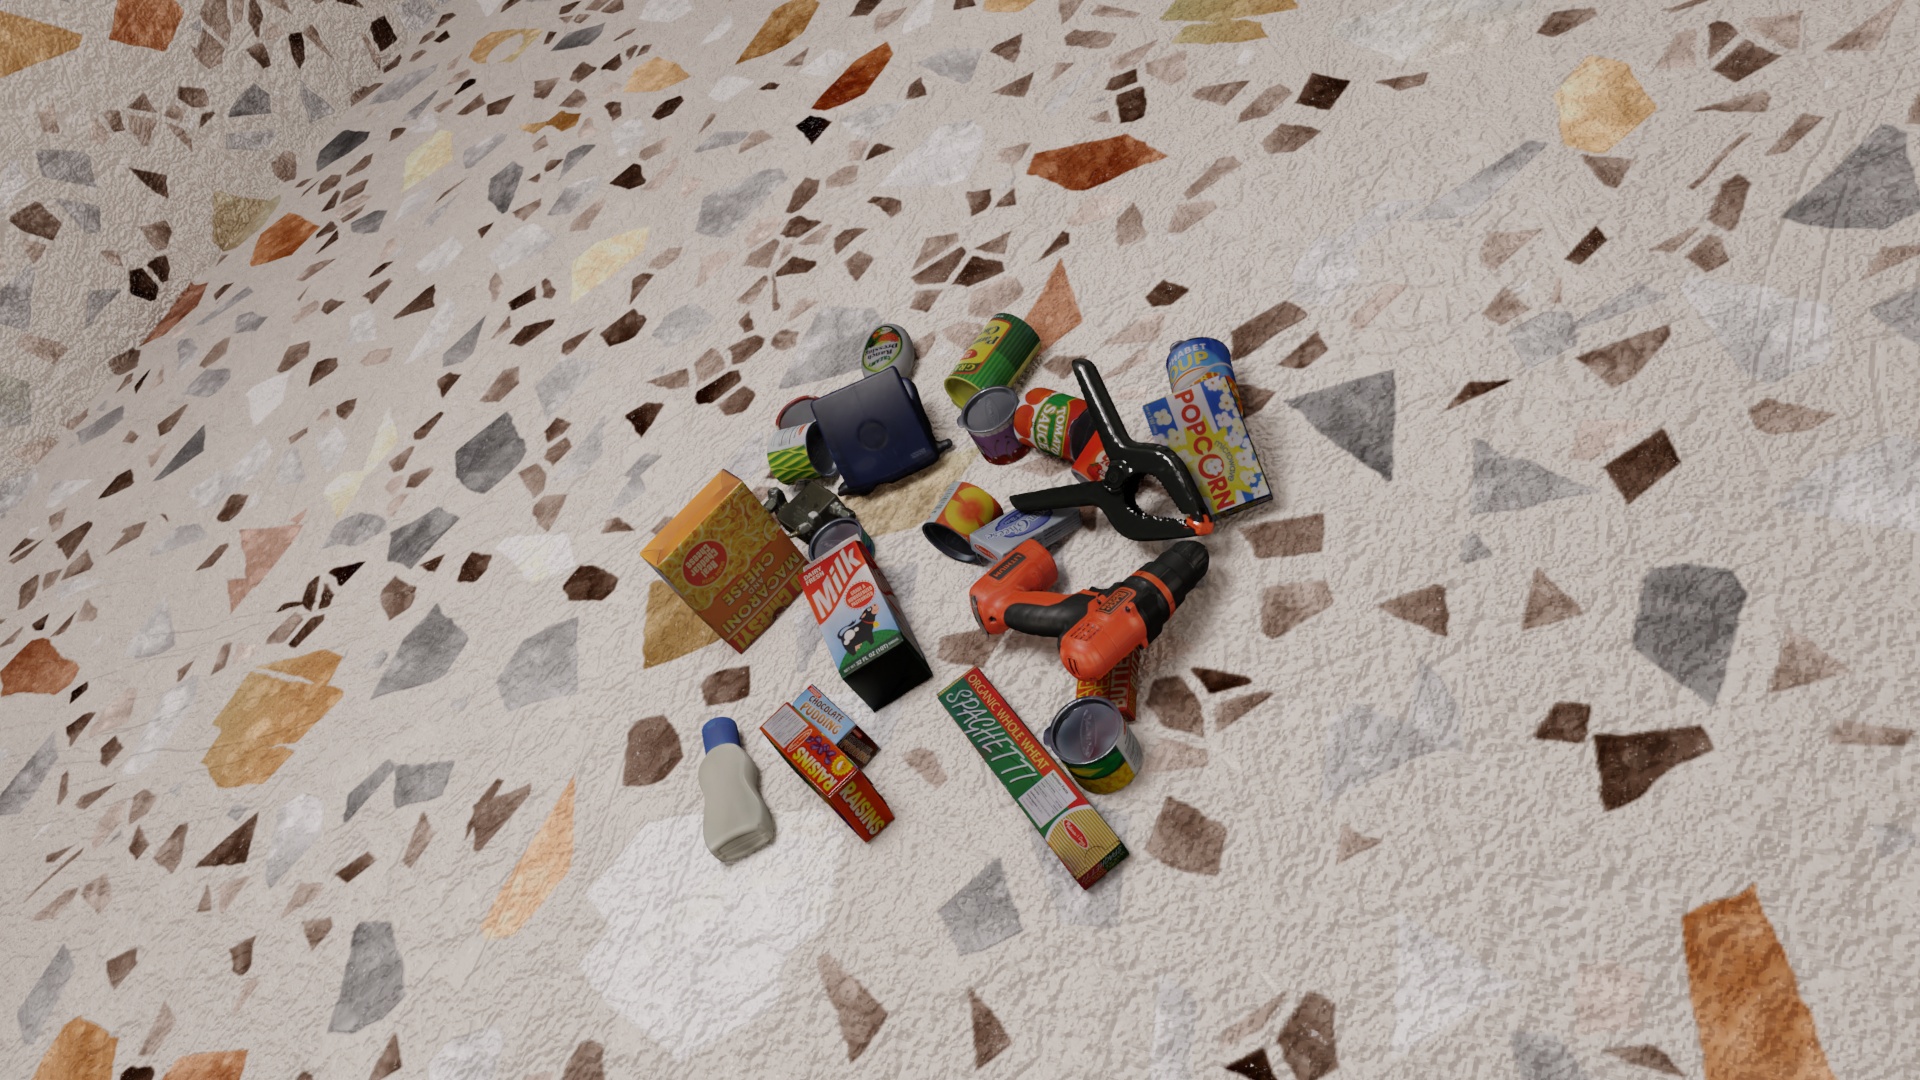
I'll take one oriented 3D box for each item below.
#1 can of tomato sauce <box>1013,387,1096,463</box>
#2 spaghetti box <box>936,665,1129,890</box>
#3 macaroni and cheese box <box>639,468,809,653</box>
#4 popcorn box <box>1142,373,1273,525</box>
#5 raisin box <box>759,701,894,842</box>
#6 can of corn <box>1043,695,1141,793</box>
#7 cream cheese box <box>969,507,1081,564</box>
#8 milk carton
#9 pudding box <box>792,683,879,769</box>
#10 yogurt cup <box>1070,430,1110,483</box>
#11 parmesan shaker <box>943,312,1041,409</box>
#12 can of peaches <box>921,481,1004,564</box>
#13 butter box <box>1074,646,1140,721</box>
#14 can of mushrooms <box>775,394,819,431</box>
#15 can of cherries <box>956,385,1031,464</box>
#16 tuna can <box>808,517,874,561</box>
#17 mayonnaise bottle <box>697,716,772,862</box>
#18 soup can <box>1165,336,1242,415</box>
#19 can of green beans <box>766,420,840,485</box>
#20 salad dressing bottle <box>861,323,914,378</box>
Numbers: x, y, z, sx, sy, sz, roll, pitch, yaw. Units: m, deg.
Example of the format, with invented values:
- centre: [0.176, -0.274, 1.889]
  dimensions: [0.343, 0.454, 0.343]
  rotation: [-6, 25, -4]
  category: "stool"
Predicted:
- centre: [0.105, -0.120, 1.449]
  dimensions: [0.083, 0.071, 0.071]
  rotation: [24, 67, 42]
  category: "can of tomato sauce"
- centre: [0.059, 0.203, 1.227]
  dimensions: [0.050, 0.028, 0.251]
  rotation: [-38, 44, -4]
  category: "spaghetti box"
- centre: [-0.238, 0.025, 1.451]
  dimensions: [0.124, 0.166, 0.040]
  rotation: [-48, 46, -13]
  category: "macaroni and cheese box"
- centre: [0.235, -0.085, 1.324]
  dimensions: [0.085, 0.038, 0.127]
  rotation: [-21, 79, 12]
  category: "popcorn box"
- centre: [-0.123, 0.213, 1.281]
  dimensions: [0.040, 0.085, 0.123]
  rotation: [-41, 44, -14]
  category: "raisin box"
- centre: [0.114, 0.177, 1.197]
  dimensions: [0.071, 0.058, 0.071]
  rotation: [-16, 47, 18]
  category: "can of corn"
- centre: [0.066, -0.010, 1.386]
  dimensions: [0.104, 0.024, 0.053]
  rotation: [-30, 41, -27]
  category: "cream cheese box"
- centre: [-0.103, 0.071, 1.395]
  dimensions: [0.072, 0.073, 0.191]
  rotation: [-32, 47, 3]
  category: "milk carton"
- centre: [-0.120, 0.179, 1.335]
  dimensions: [0.030, 0.049, 0.084]
  rotation: [-46, 45, -10]
  category: "pudding box"
- centre: [0.148, -0.073, 1.390]
  dimensions: [0.054, 0.072, 0.072]
  rotation: [-49, 46, -4]
  category: "yogurt cup"
- centre: [0.035, -0.197, 1.559]
  dimensions: [0.071, 0.071, 0.103]
  rotation: [17, 63, 39]
  category: "parmesan shaker"
- centre: [0.005, -0.018, 1.423]
  dimensions: [0.071, 0.071, 0.058]
  rotation: [14, 61, 37]
  category: "can of peaches"
- centre: [0.134, 0.119, 1.260]
  dimensions: [0.053, 0.024, 0.104]
  rotation: [-10, 48, 23]
  category: "butter box"
- centre: [-0.187, -0.141, 1.659]
  dimensions: [0.071, 0.033, 0.071]
  rotation: [-16, 48, 18]
  category: "can of mushrooms"
- centre: [0.039, -0.123, 1.498]
  dimensions: [0.071, 0.058, 0.072]
  rotation: [-15, 48, 18]
  category: "can of cherries"
- centre: [-0.128, 0.012, 1.494]
  dimensions: [0.071, 0.032, 0.071]
  rotation: [-16, 47, 18]
  category: "tuna can"
- centre: [-0.224, 0.237, 1.351]
  dimensions: [0.065, 0.041, 0.149]
  rotation: [-27, 43, 5]
  category: "mayonnaise bottle"
- centre: [0.243, -0.154, 1.399]
  dimensions: [0.071, 0.071, 0.084]
  rotation: [-17, 47, 16]
  category: "soup can"
- centre: [-0.180, -0.100, 1.593]
  dimensions: [0.057, 0.071, 0.071]
  rotation: [-11, 48, 30]
  category: "can of green beans"
- centre: [-0.089, -0.191, 1.638]
  dimensions: [0.064, 0.043, 0.148]
  rotation: [-12, 49, 20]
  category: "salad dressing bottle"
